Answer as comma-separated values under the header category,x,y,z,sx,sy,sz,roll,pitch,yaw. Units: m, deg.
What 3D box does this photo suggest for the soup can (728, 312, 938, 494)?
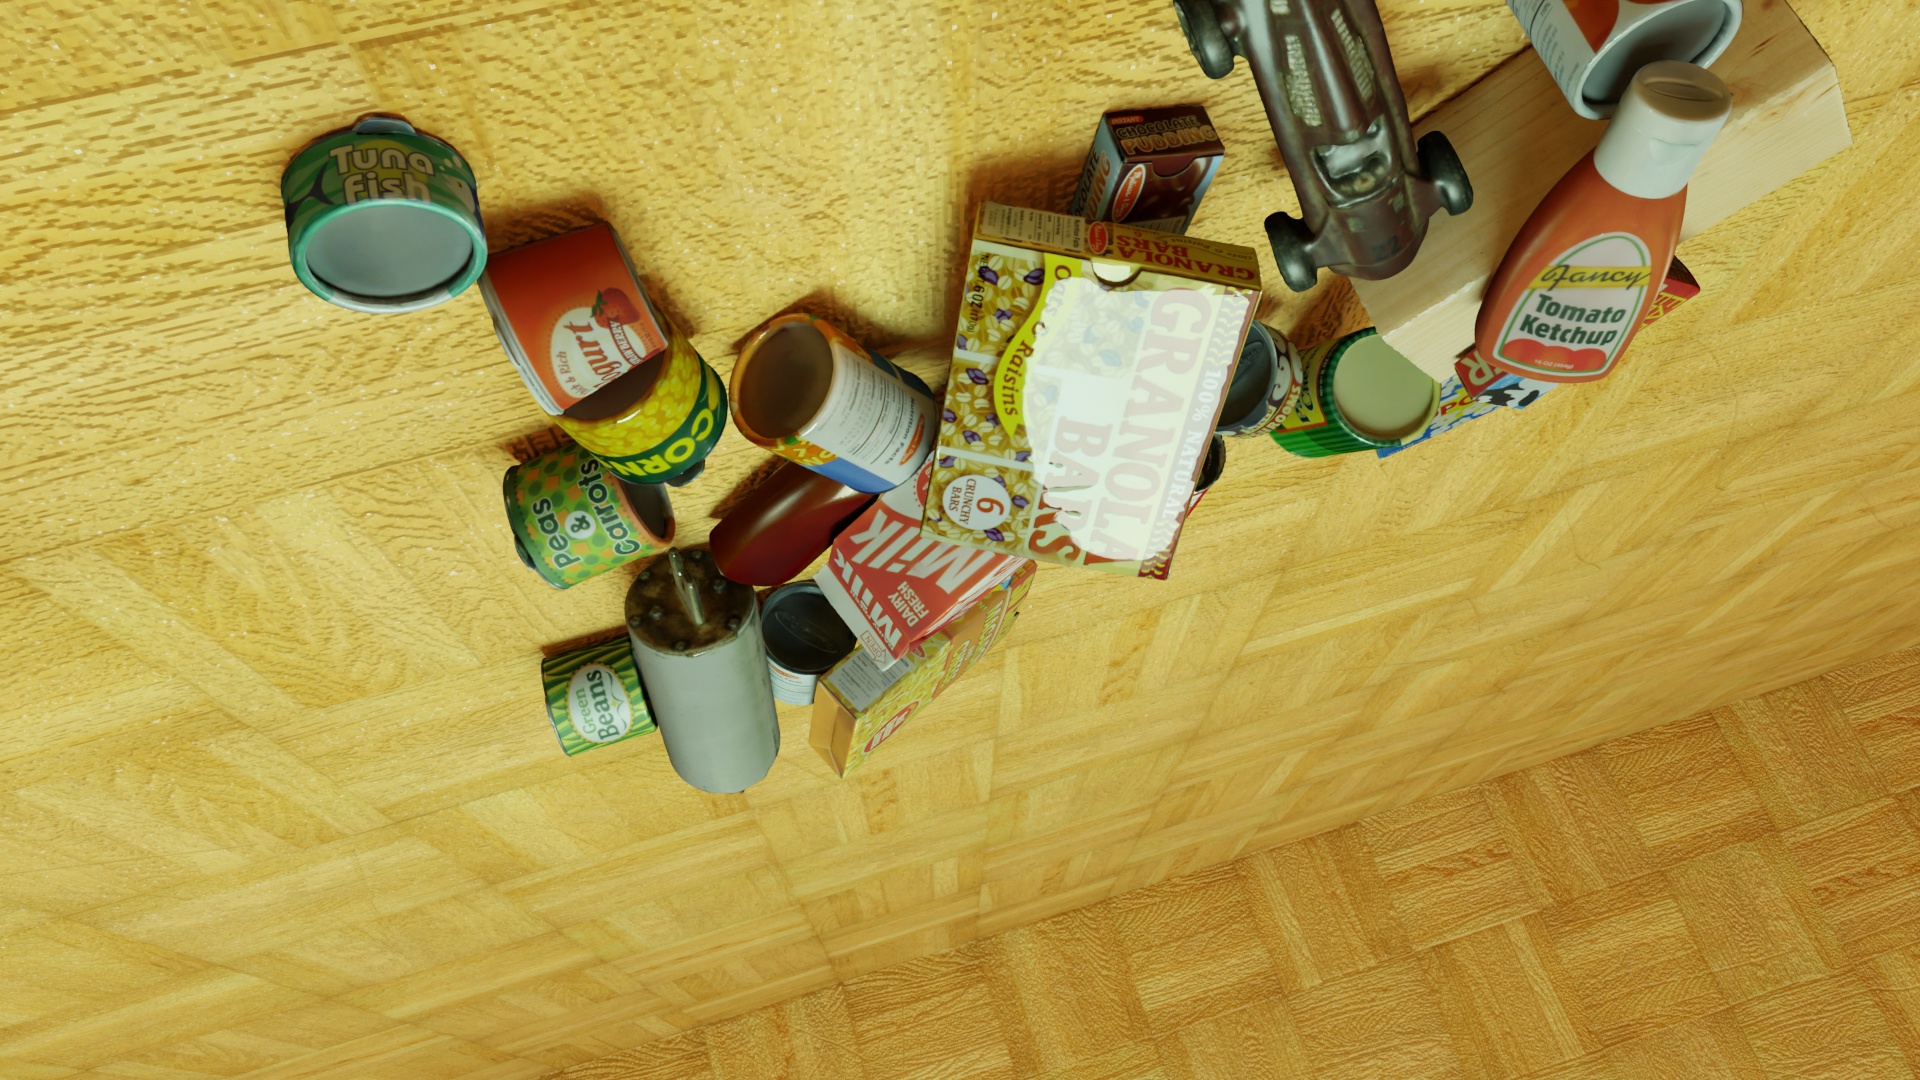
category,x,y,z,sx,sy,sz,roll,pitch,yaw
soup can,-0.062,-0.065,0.667,0.071,0.071,0.083,-29,153,22

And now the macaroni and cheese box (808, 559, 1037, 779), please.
category,x,y,z,sx,sy,sz,roll,pitch,yaw
macaroni and cheese box,-0.026,0.079,0.945,0.167,0.040,0.123,-39,165,-25

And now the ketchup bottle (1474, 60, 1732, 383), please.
category,x,y,z,sx,sy,sz,roll,pitch,yaw
ketchup bottle,0.265,-0.127,0.573,0.065,0.044,0.148,10,148,6

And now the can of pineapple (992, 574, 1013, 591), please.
category,x,y,z,sx,sy,sz,roll,pitch,yaw
can of pineapple,-0.006,0.003,0.853,0.058,0.071,0.070,-9,154,-18

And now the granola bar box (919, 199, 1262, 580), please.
category,x,y,z,sx,sy,sz,roll,pitch,yaw
granola bar box,0.054,-0.063,0.637,0.124,0.039,0.164,10,128,-2

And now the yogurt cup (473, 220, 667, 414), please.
category,x,y,z,sx,sy,sz,roll,pitch,yaw
yogurt cup,-0.151,-0.091,0.548,0.054,0.072,0.072,-25,157,-5

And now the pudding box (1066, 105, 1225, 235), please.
category,x,y,z,sx,sy,sz,roll,pitch,yaw
pudding box,0.080,-0.153,0.620,0.050,0.030,0.083,-10,155,-16

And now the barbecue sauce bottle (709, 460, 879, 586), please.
category,x,y,z,sx,sy,sz,roll,pitch,yaw
barbecue sauce bottle,-0.075,-0.027,0.763,0.065,0.044,0.148,0,150,-46

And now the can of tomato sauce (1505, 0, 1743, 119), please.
category,x,y,z,sx,sy,sz,roll,pitch,yaw
can of tomato sauce,0.253,-0.218,0.540,0.071,0.083,0.071,-15,156,-7

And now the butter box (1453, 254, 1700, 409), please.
category,x,y,z,sx,sy,sz,roll,pitch,yaw
butter box,0.296,-0.102,0.671,0.053,0.024,0.103,1,150,-41

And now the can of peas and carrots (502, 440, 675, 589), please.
category,x,y,z,sx,sy,sz,roll,pitch,yaw
can of peas and carrots,-0.180,-0.016,0.678,0.059,0.071,0.070,-22,156,6

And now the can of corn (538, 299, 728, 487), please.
category,x,y,z,sx,sy,sz,roll,pitch,yaw
can of corn,-0.141,-0.063,0.602,0.071,0.071,0.058,-21,155,5

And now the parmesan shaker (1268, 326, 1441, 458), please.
category,x,y,z,sx,sy,sz,roll,pitch,yaw
parmesan shaker,0.218,-0.084,0.782,0.071,0.071,0.103,-15,-178,-7

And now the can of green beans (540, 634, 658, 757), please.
category,x,y,z,sx,sy,sz,roll,pitch,yaw
can of green beans,-0.231,0.100,0.894,0.058,0.071,0.071,-16,156,-8

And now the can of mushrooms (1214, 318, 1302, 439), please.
category,x,y,z,sx,sy,sz,roll,pitch,yaw
can of mushrooms,0.153,-0.088,0.764,0.071,0.071,0.033,-34,153,31

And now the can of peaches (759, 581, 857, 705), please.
category,x,y,z,sx,sy,sz,roll,pitch,yaw
can of peaches,-0.103,0.068,0.923,0.071,0.071,0.057,-10,155,-18

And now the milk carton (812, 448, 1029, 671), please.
category,x,y,z,sx,sy,sz,roll,pitch,yaw
milk carton,0.003,-0.010,0.760,0.190,0.072,0.073,-40,172,20

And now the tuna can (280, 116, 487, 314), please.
category,x,y,z,sx,sy,sz,roll,pitch,yaw
tuna can,-0.204,-0.114,0.495,0.071,0.033,0.070,-15,157,-7

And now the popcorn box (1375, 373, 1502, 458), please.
category,x,y,z,sx,sy,sz,roll,pitch,yaw
popcorn box,0.317,-0.106,0.885,0.126,0.038,0.085,-24,157,12
